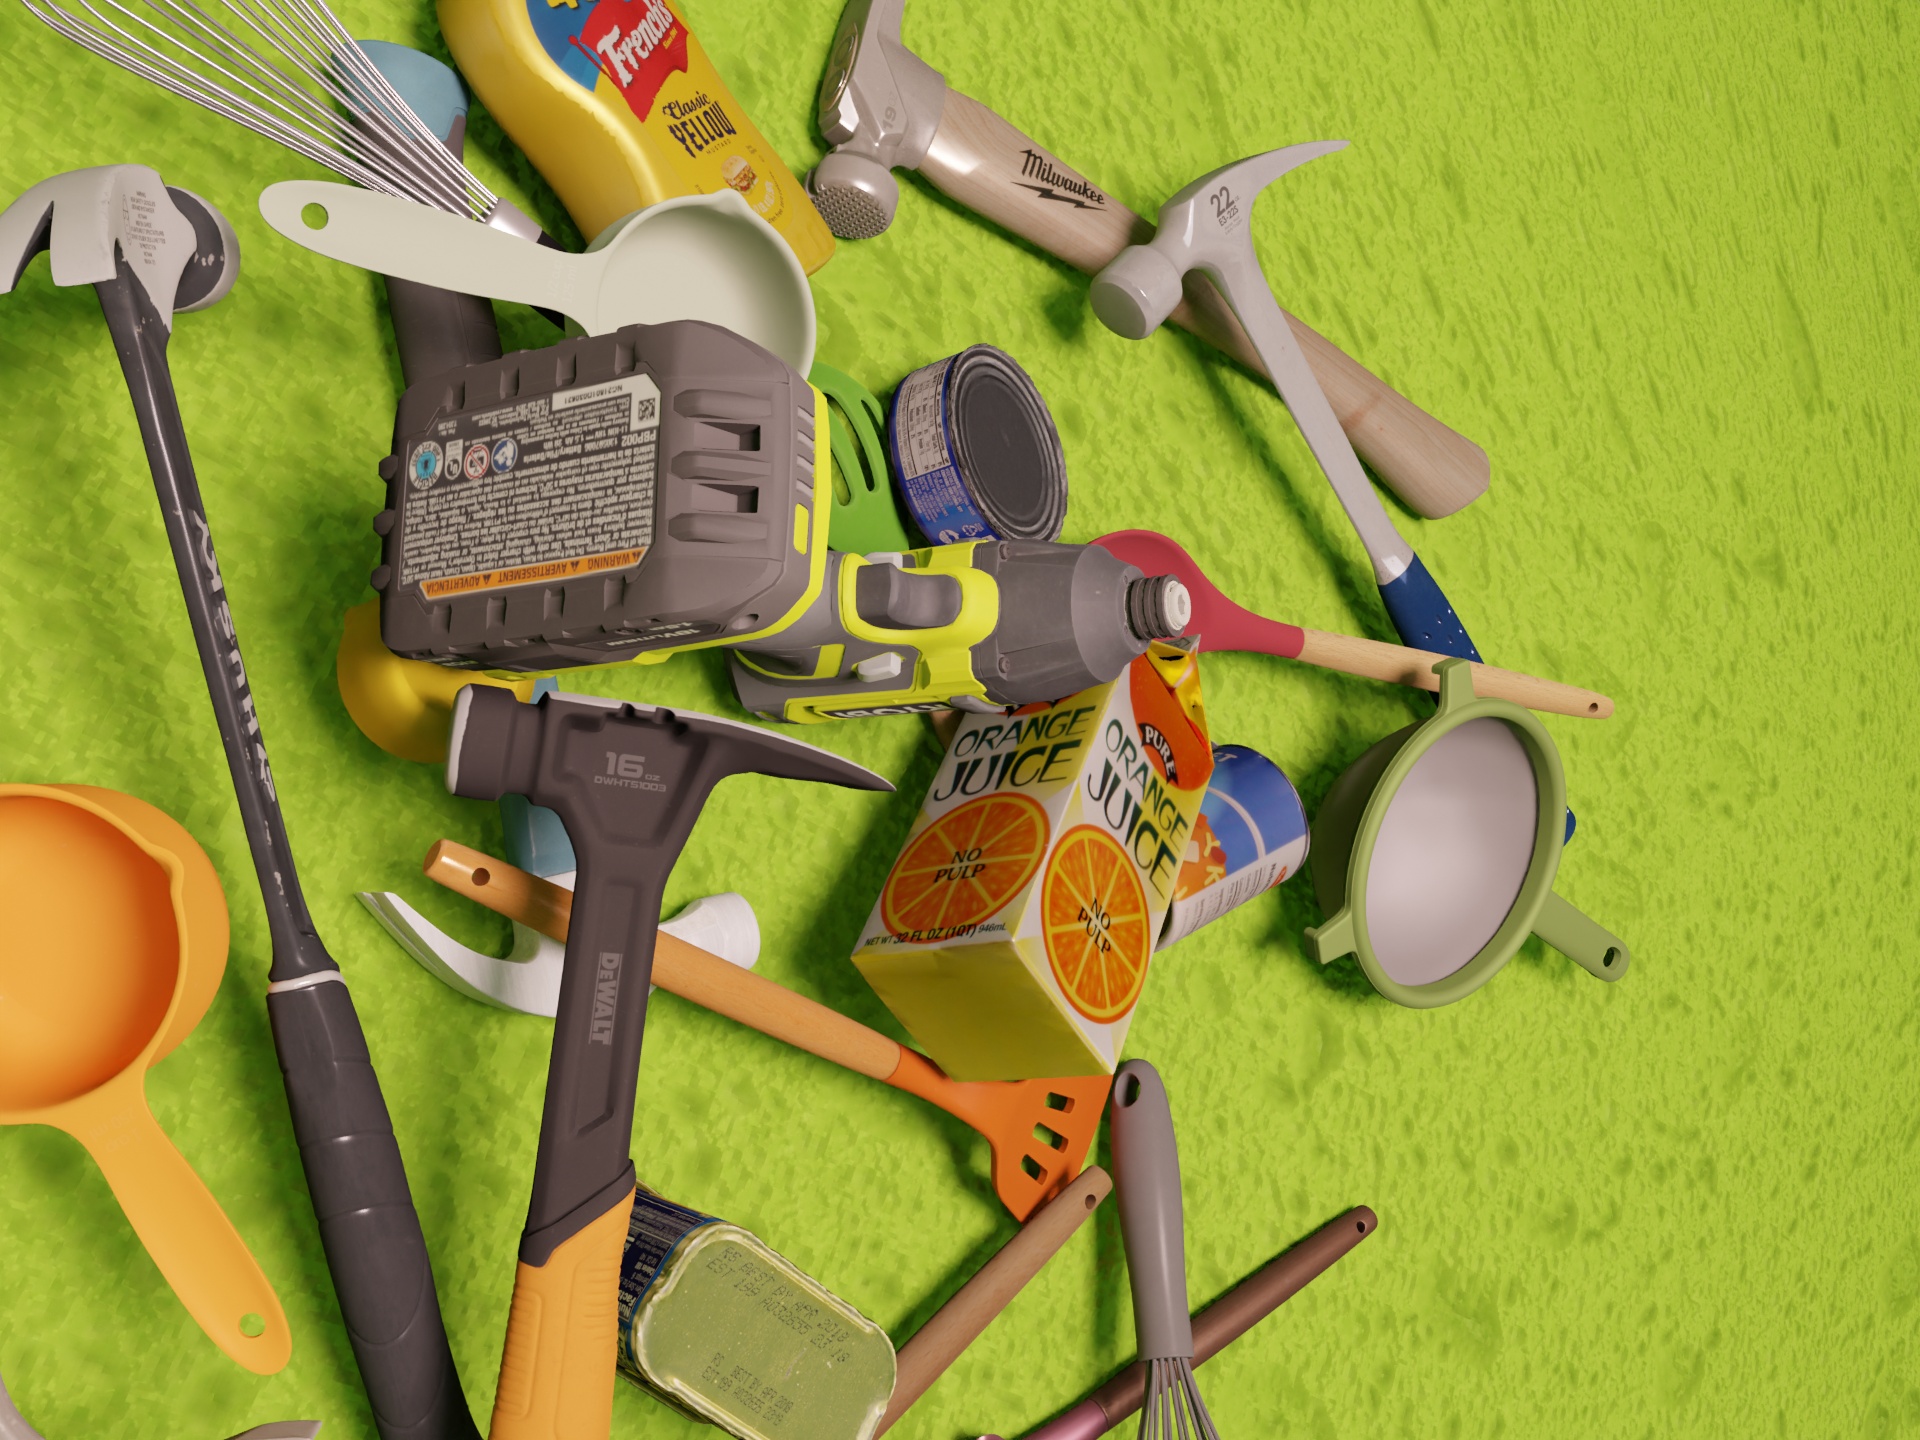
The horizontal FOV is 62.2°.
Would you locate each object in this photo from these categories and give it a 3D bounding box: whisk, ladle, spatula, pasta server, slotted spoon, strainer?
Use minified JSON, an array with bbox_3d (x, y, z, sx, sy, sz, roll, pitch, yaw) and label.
[{"bbox_3d":[0.084,0.252,0.634,0.055,0.055,0.239,16,57,-33],"label":"whisk"},{"bbox_3d":[0.178,-0.032,0.735,0.315,0.031,0.069,10,110,-21],"label":"ladle"},{"bbox_3d":[-0.046,0.267,0.553,0.320,0.062,0.078,-37,110,-31],"label":"ladle"},{"bbox_3d":[-0.168,-0.171,0.491,0.284,0.070,0.070,37,65,-30],"label":"whisk"},{"bbox_3d":[-0.050,0.113,0.573,0.322,0.041,0.081,32,73,-32],"label":"spatula"},{"bbox_3d":[0.080,0.277,0.664,0.316,0.040,0.060,-19,81,-37],"label":"pasta server"},{"bbox_3d":[-0.001,-0.002,0.646,0.070,0.031,0.313,-35,106,-38],"label":"slotted spoon"},{"bbox_3d":[0.253,0.077,0.795,0.256,0.069,0.151,30,85,-39],"label":"strainer"}]

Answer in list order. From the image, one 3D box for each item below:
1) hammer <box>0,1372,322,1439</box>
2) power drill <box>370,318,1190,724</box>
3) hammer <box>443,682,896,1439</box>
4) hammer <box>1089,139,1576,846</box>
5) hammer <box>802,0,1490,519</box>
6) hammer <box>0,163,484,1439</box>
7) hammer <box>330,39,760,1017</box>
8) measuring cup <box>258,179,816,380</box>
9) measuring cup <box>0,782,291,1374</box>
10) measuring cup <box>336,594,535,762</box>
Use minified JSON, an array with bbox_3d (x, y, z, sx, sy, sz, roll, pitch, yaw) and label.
[{"bbox_3d":[-0.257,0.025,0.387,0.149,0.037,0.359,-7,91,-7],"label":"hammer"},{"bbox_3d":[-0.044,-0.043,0.486,0.223,0.171,0.080,14,74,-58],"label":"power drill"},{"bbox_3d":[-0.103,0.163,0.449,0.127,0.034,0.337,9,86,-19],"label":"hammer"},{"bbox_3d":[0.210,-0.087,0.770,0.144,0.035,0.405,-47,118,-20],"label":"hammer"},{"bbox_3d":[0.114,-0.207,0.748,0.410,0.038,0.146,23,70,-32],"label":"hammer"},{"bbox_3d":[-0.184,0.058,0.440,0.036,0.149,0.408,-11,104,-11],"label":"hammer"},{"bbox_3d":[-0.158,-0.061,0.536,0.128,0.033,0.331,-12,91,-37],"label":"hammer"},{"bbox_3d":[-0.124,-0.129,0.476,0.167,0.038,0.083,8,95,-35],"label":"measuring cup"},{"bbox_3d":[-0.226,0.096,0.435,0.095,0.052,0.173,-30,95,-6],"label":"measuring cup"},{"bbox_3d":[-0.137,-0.055,0.511,0.062,0.029,0.157,43,60,-25],"label":"measuring cup"}]
